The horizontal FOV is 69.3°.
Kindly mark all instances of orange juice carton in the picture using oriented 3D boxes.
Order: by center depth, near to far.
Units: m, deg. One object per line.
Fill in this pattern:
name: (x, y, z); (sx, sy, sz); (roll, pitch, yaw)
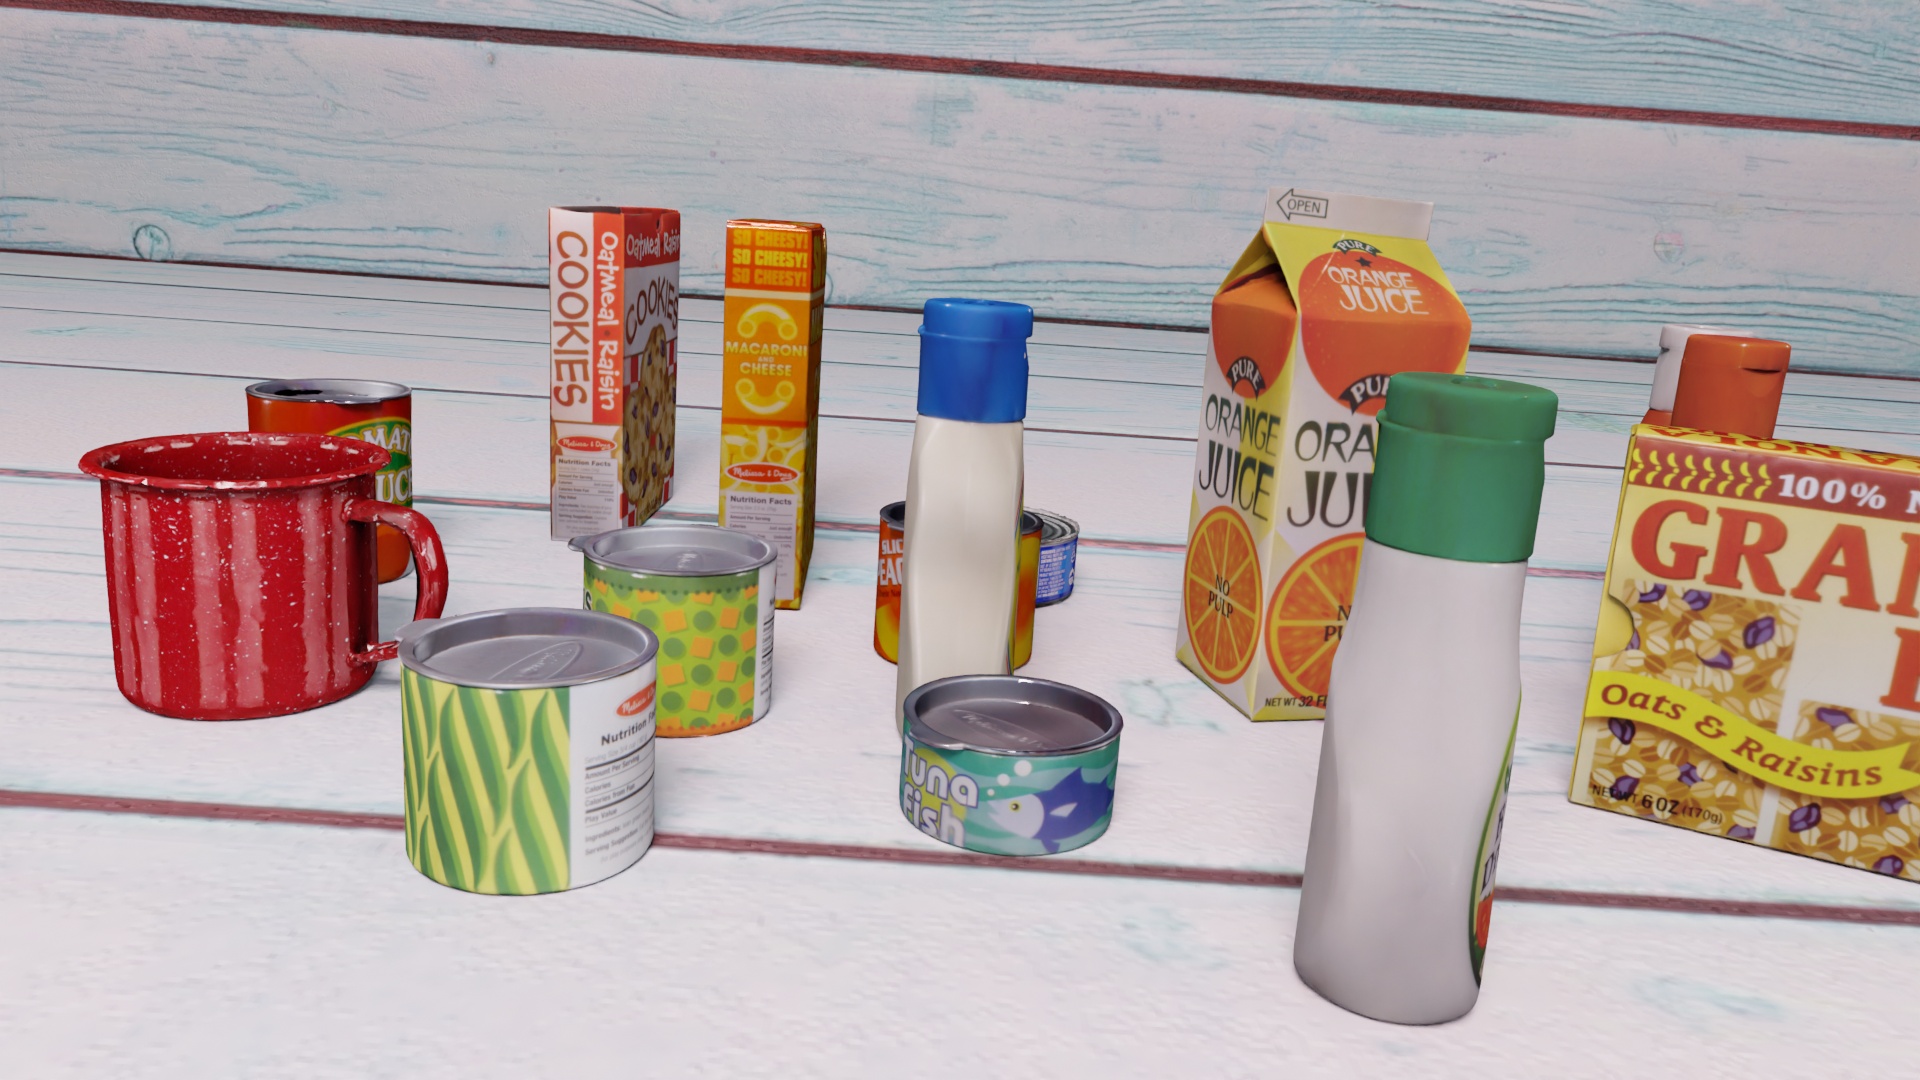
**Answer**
orange juice carton: (0.137, -0.034, 0.530); (0.072, 0.192, 0.073); (0, 13, -15)

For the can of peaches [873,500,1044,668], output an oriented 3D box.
can of peaches: (-0.003, 0.018, 0.560); (0.071, 0.058, 0.071); (4, 13, -1)

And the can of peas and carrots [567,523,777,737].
can of peas and carrots: (-0.100, 0.030, 0.482); (0.071, 0.058, 0.071); (4, 13, -1)

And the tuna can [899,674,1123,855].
tuna can: (0.013, 0.066, 0.416); (0.071, 0.032, 0.071); (4, 13, -1)

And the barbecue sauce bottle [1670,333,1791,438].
barbecue sauce bottle: (0.297, -0.007, 0.556); (0.065, 0.148, 0.044); (2, 13, -7)

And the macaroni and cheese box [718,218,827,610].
macaroni and cheese box: (-0.086, -0.065, 0.649); (0.040, 0.166, 0.124); (3, 13, -4)

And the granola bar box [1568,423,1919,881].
granola bar box: (0.282, 0.037, 0.420); (0.165, 0.124, 0.039); (10, 14, 26)

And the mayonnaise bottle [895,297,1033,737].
mayonnaise bottle: (0.002, -0.006, 0.468); (0.041, 0.147, 0.065); (4, 13, -1)

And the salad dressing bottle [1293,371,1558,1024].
salad dressing bottle: (0.108, 0.036, 0.324); (0.044, 0.147, 0.064); (8, 14, 18)

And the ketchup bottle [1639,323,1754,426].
ketchup bottle: (0.323, -0.021, 0.622); (0.043, 0.148, 0.065); (7, 13, 13)

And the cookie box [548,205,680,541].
cookie box: (-0.182, -0.094, 0.741); (0.040, 0.167, 0.123); (4, 13, 0)

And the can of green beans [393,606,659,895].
can of green beans: (-0.116, 0.055, 0.375); (0.071, 0.057, 0.071); (4, 13, -1)

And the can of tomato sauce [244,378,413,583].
can of tomato sauce: (-0.275, -0.026, 0.613); (0.071, 0.083, 0.071); (4, 13, -1)
